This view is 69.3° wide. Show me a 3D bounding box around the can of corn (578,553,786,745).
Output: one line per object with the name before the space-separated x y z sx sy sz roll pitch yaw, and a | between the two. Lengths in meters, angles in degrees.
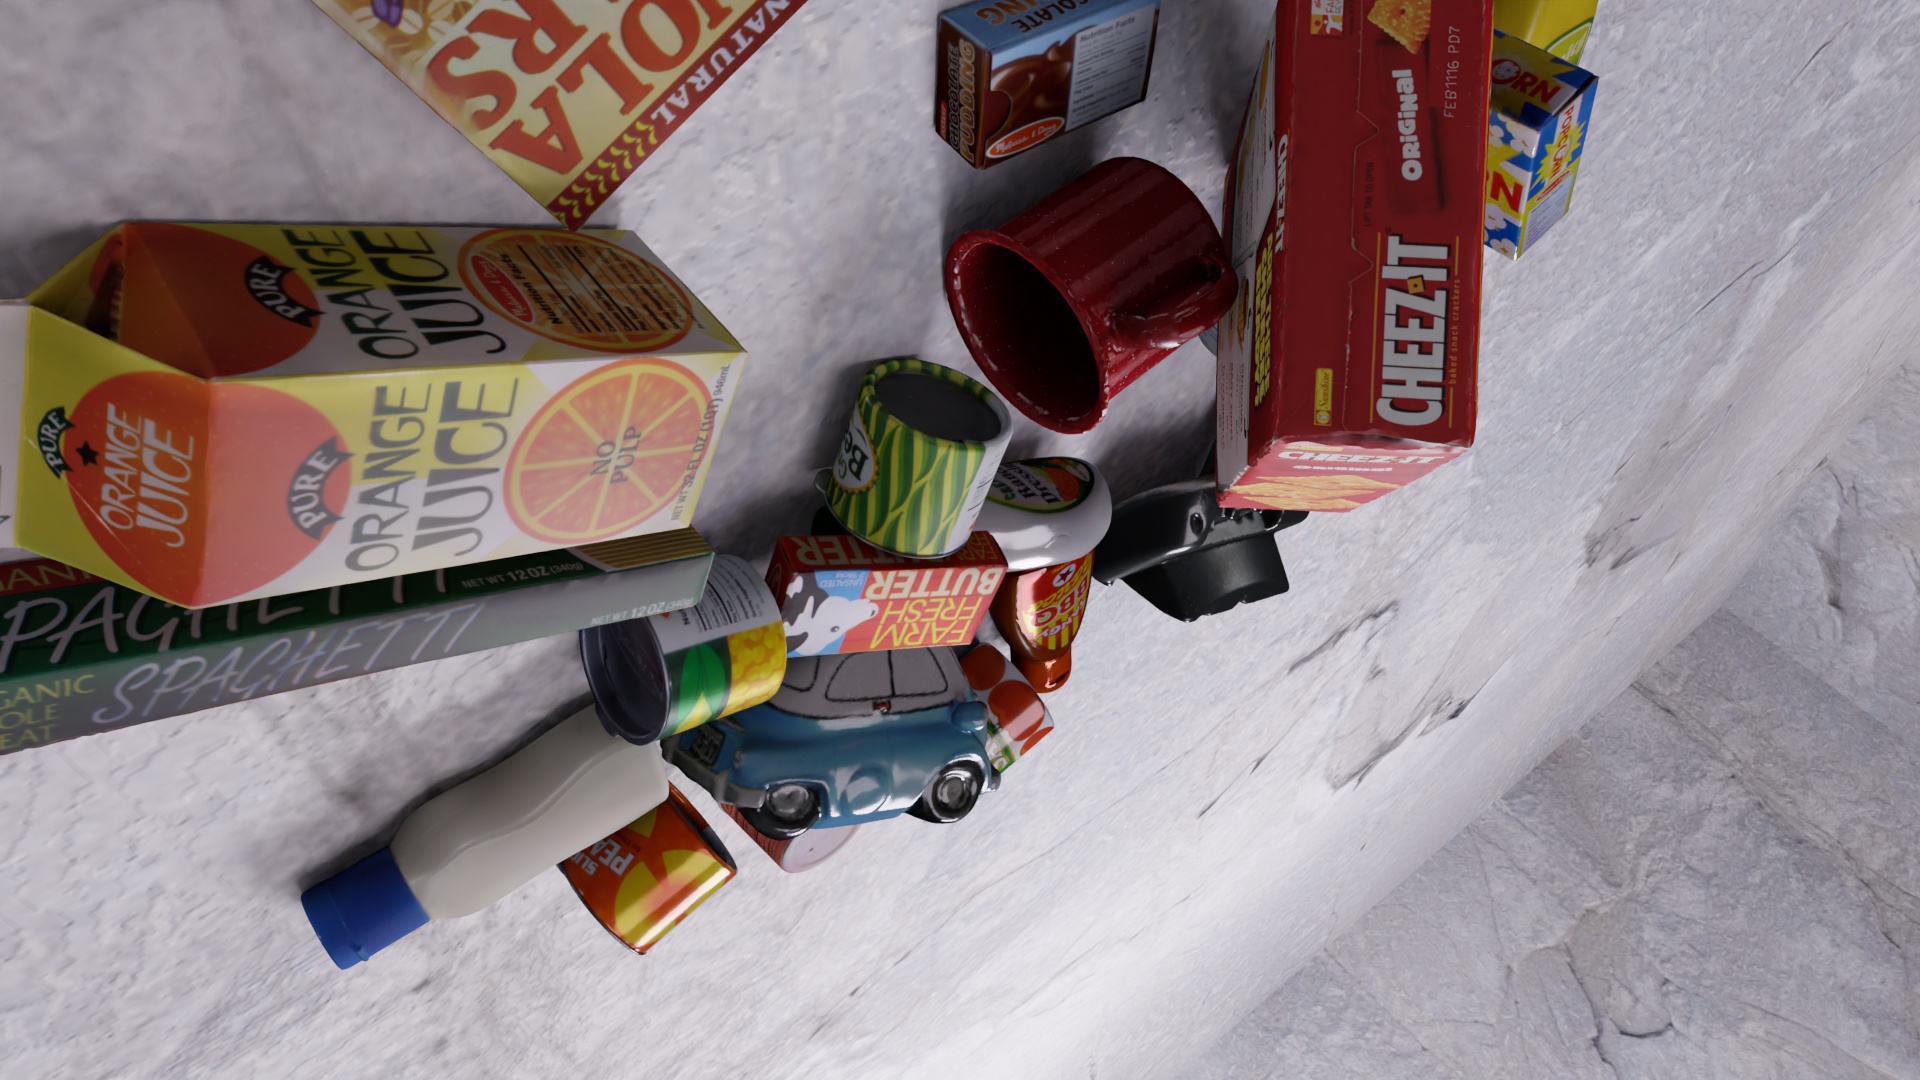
can of corn | -0.113 0.045 0.565 0.058 0.071 0.070 -16 140 -41

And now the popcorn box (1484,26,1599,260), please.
popcorn box | 0.206 -0.188 0.607 0.038 0.127 0.085 -44 151 -10

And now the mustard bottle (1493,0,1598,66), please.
mustard bottle | 0.287 -0.262 0.695 0.065 0.049 0.159 -34 149 -21

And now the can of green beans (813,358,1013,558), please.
can of green beans | -0.018 -0.035 0.583 0.071 0.071 0.057 -14 138 -42

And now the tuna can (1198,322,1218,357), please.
tuna can | 0.158 -0.110 0.707 0.071 0.071 0.032 -15 141 -41

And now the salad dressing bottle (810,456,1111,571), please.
salad dressing bottle | 0.002 -0.008 0.653 0.148 0.064 0.043 -11 125 -34

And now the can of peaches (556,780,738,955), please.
can of peaches | -0.149 0.150 0.657 0.058 0.071 0.071 -40 150 -8

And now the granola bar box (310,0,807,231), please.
granola bar box | -0.083 -0.174 0.349 0.165 0.039 0.124 -45 151 1

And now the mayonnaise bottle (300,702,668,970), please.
mayonnaise bottle | -0.198 0.124 0.587 0.148 0.041 0.064 -29 146 -23

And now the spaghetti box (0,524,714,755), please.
spaghetti box | -0.196 0.019 0.444 0.251 0.050 0.028 -12 135 -44

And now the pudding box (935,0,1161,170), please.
pudding box | 0.032 -0.175 0.504 0.084 0.030 0.049 -30 149 -24

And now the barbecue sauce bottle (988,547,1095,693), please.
barbecue sauce bottle | 0.044 0.034 0.774 0.065 0.044 0.147 -35 150 -19

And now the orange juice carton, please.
orange juice carton | -0.164 -0.039 0.386 0.193 0.073 0.071 -12 137 -44

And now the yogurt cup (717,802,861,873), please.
yogurt cup | -0.086 0.137 0.730 0.072 0.054 0.072 -31 147 -23

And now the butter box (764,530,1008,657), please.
butter box | -0.035 0.023 0.598 0.104 0.024 0.052 -2 134 -30

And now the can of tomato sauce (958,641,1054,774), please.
can of tomato sauce | 0.003 0.108 0.790 0.083 0.071 0.071 -39 150 -11
